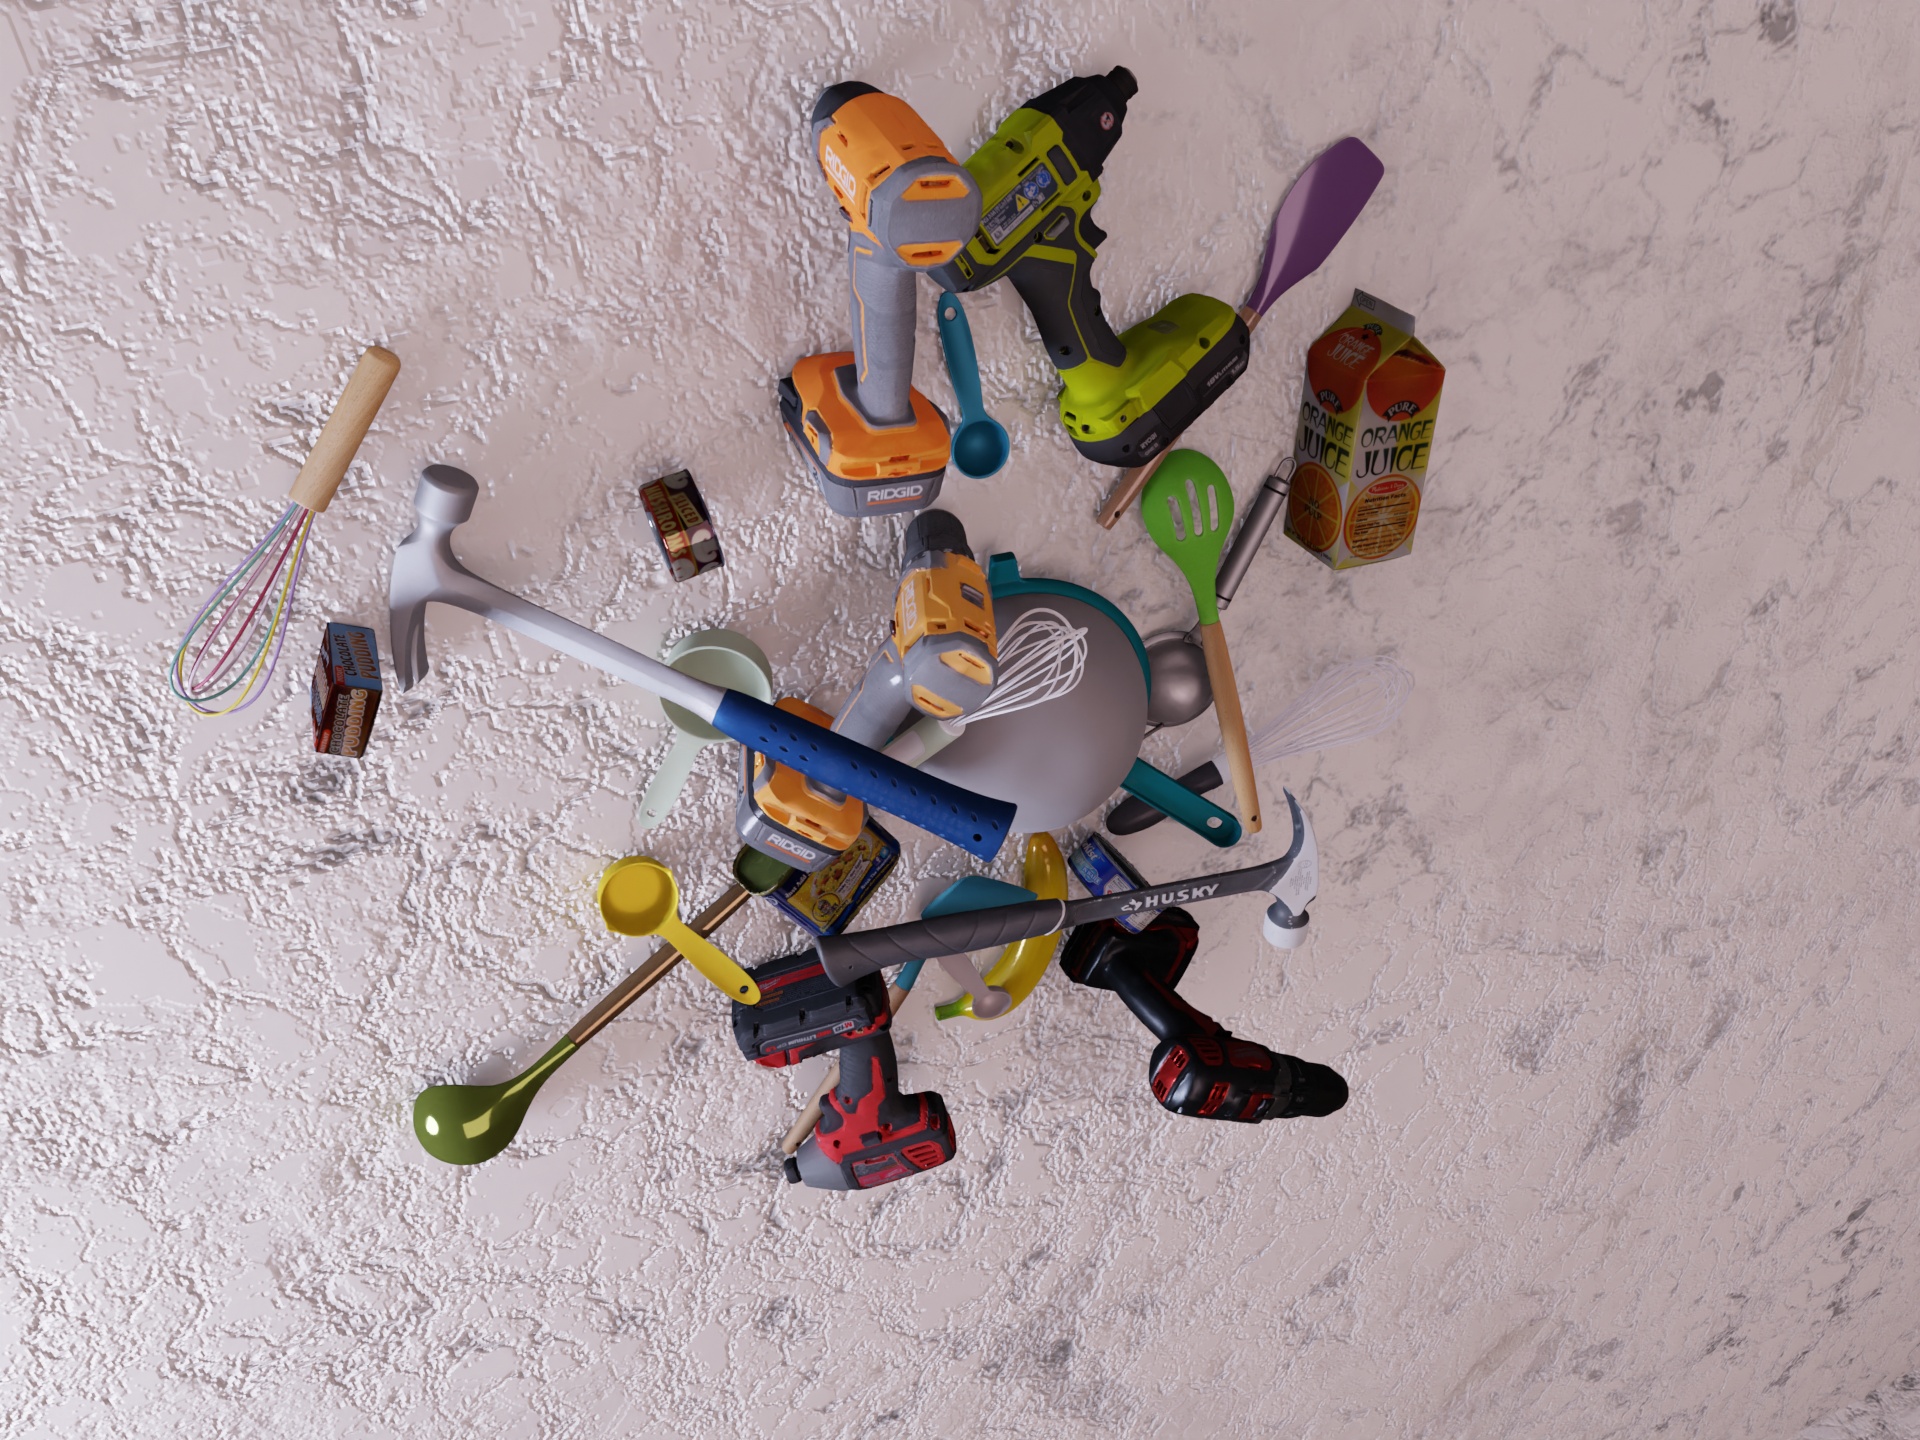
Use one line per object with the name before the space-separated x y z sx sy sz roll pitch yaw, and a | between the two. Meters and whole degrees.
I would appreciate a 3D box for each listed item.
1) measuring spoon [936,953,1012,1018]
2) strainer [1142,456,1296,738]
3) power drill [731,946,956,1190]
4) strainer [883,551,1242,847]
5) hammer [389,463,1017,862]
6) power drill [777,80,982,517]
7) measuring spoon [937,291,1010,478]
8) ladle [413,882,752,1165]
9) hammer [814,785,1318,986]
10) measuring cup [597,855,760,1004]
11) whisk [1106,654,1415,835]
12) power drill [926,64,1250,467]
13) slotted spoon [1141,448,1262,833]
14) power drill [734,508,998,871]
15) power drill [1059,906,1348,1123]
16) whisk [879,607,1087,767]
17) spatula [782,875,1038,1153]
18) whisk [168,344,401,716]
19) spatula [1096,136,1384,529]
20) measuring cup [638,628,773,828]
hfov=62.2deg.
measuring spoon | 0.005 0.203 1.286 0.034 0.018 0.124 -30 132 6
strainer | 0.195 -0.086 1.231 0.086 0.050 0.258 20 106 -20
power drill | -0.098 0.288 1.266 0.143 0.079 0.219 -17 122 3
strainer | 0.100 0.037 1.188 0.340 0.095 0.211 30 109 -27
hammer | -0.159 -0.009 0.977 0.405 0.035 0.144 25 115 -3
power drill | -0.055 -0.254 0.940 0.084 0.164 0.226 -11 136 -21
measuring spoon | 0.002 -0.225 1.064 0.042 0.021 0.128 -21 117 -13
ladle | -0.272 0.214 1.187 0.320 0.062 0.078 -41 128 -7
hammer | 0.090 0.144 1.216 0.409 0.036 0.149 -8 126 -15
measuring cup | -0.204 0.157 1.168 0.062 0.029 0.156 -45 117 -4
whisk | 0.248 0.025 1.315 0.284 0.070 0.070 -27 128 -3
power drill | 0.088 -0.289 1.026 0.171 0.080 0.223 -43 126 -2
slotted spoon | 0.196 -0.052 1.207 0.070 0.031 0.313 -18 112 -6
power drill | -0.060 -0.028 1.075 0.084 0.186 0.226 29 122 -26
power drill | 0.203 0.248 1.320 0.187 0.227 0.080 14 113 -32
whisk | -0.002 -0.003 1.074 0.246 0.058 0.059 -36 173 41
spatula | -0.058 0.244 1.305 0.082 0.044 0.317 21 109 -41
whisk | -0.392 -0.109 0.920 0.051 0.047 0.245 22 104 -48
spatula | 0.191 -0.269 1.126 0.059 0.018 0.316 27 104 -34
measuring cup | -0.185 0.006 1.097 0.083 0.038 0.167 23 121 -15
